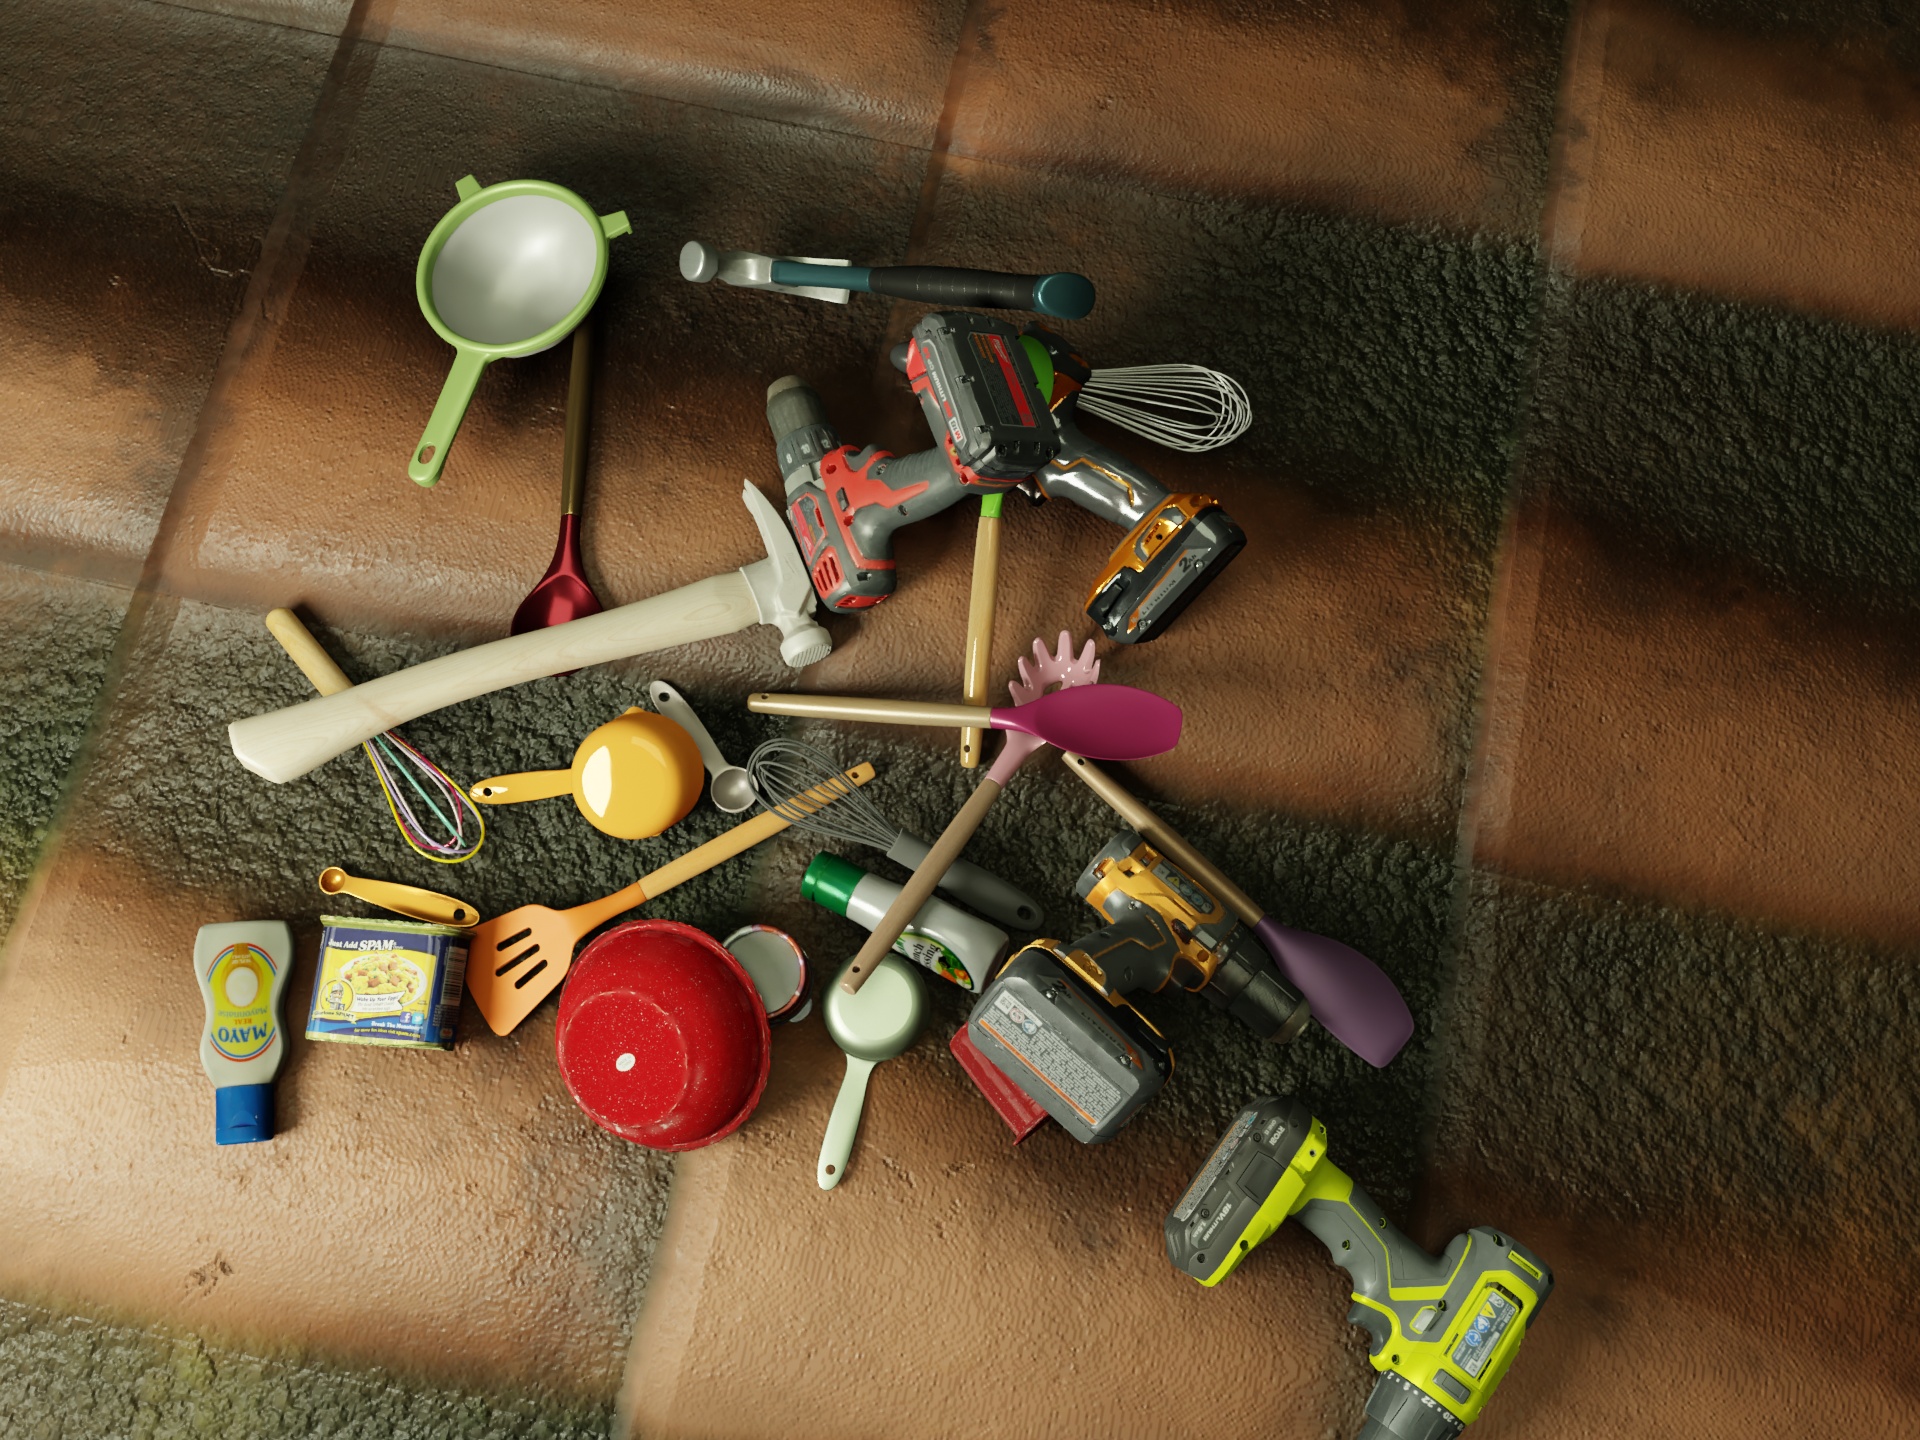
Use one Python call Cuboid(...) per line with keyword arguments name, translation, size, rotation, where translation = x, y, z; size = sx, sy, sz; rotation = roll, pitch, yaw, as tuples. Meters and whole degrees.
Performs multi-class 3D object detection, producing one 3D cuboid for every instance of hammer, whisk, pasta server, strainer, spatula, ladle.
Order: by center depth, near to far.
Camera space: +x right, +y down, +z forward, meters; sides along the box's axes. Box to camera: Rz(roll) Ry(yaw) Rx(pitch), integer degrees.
Cuboid(name="pasta server", translation=(0.007, 0.060, 1.111), size=(0.060, 0.040, 0.316), rotation=(22, 58, 26))
Cuboid(name="whisk", translation=(-0.044, 0.084, 1.125), size=(0.239, 0.055, 0.055), rotation=(30, 76, -5))
Cuboid(name="hammer", translation=(-0.306, -0.054, 1.132), size=(0.410, 0.038, 0.146), rotation=(-19, 75, -17))
Cuboid(name="spatula", translation=(-0.204, 0.111, 1.136), size=(0.322, 0.041, 0.081), rotation=(-28, 76, -13))
Cuboid(name="spatula", translation=(0.196, 0.125, 1.144), size=(0.316, 0.018, 0.060), rotation=(41, 76, 8))
Cuboid(name="hammer", translation=(-0.048, -0.316, 1.147), size=(0.331, 0.128, 0.033), rotation=(17, 107, 38))
Cuboid(name="whisk", translation=(-0.428, 0.009, 1.147), size=(0.047, 0.051, 0.245), rotation=(-42, 77, -6))
Cuboid(name="ladle", translation=(-0.296, -0.179, 1.208), size=(0.069, 0.031, 0.316), rotation=(3, 73, -8))
Cuboid(name="strainer", translation=(-0.351, -0.285, 1.212), size=(0.151, 0.069, 0.256), rotation=(16, 78, 13))
Cuboid(name="whisk", translation=(0.084, -0.259, 1.228), size=(0.284, 0.070, 0.070), rotation=(12, 75, 7))

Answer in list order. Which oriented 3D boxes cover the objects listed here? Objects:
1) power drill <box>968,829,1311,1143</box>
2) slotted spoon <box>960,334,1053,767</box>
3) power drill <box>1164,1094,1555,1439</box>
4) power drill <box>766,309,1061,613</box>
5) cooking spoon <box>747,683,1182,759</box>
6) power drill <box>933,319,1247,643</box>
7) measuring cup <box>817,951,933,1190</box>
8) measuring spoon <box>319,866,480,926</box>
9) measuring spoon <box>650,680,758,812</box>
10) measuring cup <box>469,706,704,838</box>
Cuboid(name="power drill", translation=(0.127, 0.182, 1.046), size=(0.185, 0.084, 0.226), rotation=(41, 35, 10))
Cuboid(name="slotted spoon", translation=(0.021, -0.121, 1.147), size=(0.070, 0.031, 0.313), rotation=(9, 98, 27))
Cuboid(name="power drill", translation=(0.251, 0.378, 1.049), size=(0.228, 0.080, 0.190), rotation=(37, 77, 5))
Cuboid(name="power drill", translation=(-0.051, -0.203, 1.138), size=(0.080, 0.226, 0.188), rotation=(-7, 72, -46))
Cuboid(name="cooking spoon", translation=(-0.002, -0.004, 1.133), size=(0.319, 0.017, 0.069), rotation=(4, 50, 15))
Cuboid(name="power drill", translation=(0.080, -0.161, 1.175), size=(0.226, 0.084, 0.164), rotation=(47, 109, 11))
Cuboid(name="measuring cup", translation=(-0.071, 0.239, 1.095), size=(0.083, 0.038, 0.168), rotation=(15, 73, 2))
Cuboid(name="measuring spoon", translation=(-0.399, 0.127, 1.133), size=(0.117, 0.011, 0.021), rotation=(15, 76, -1))
Cuboid(name="measuring spoon", translation=(-0.190, 0.019, 1.167), size=(0.034, 0.018, 0.124), rotation=(-34, 72, -15))
Cuboid(name="measuring cup", translation=(-0.272, 0.045, 1.126), size=(0.173, 0.052, 0.095), rotation=(-7, 97, 4))
